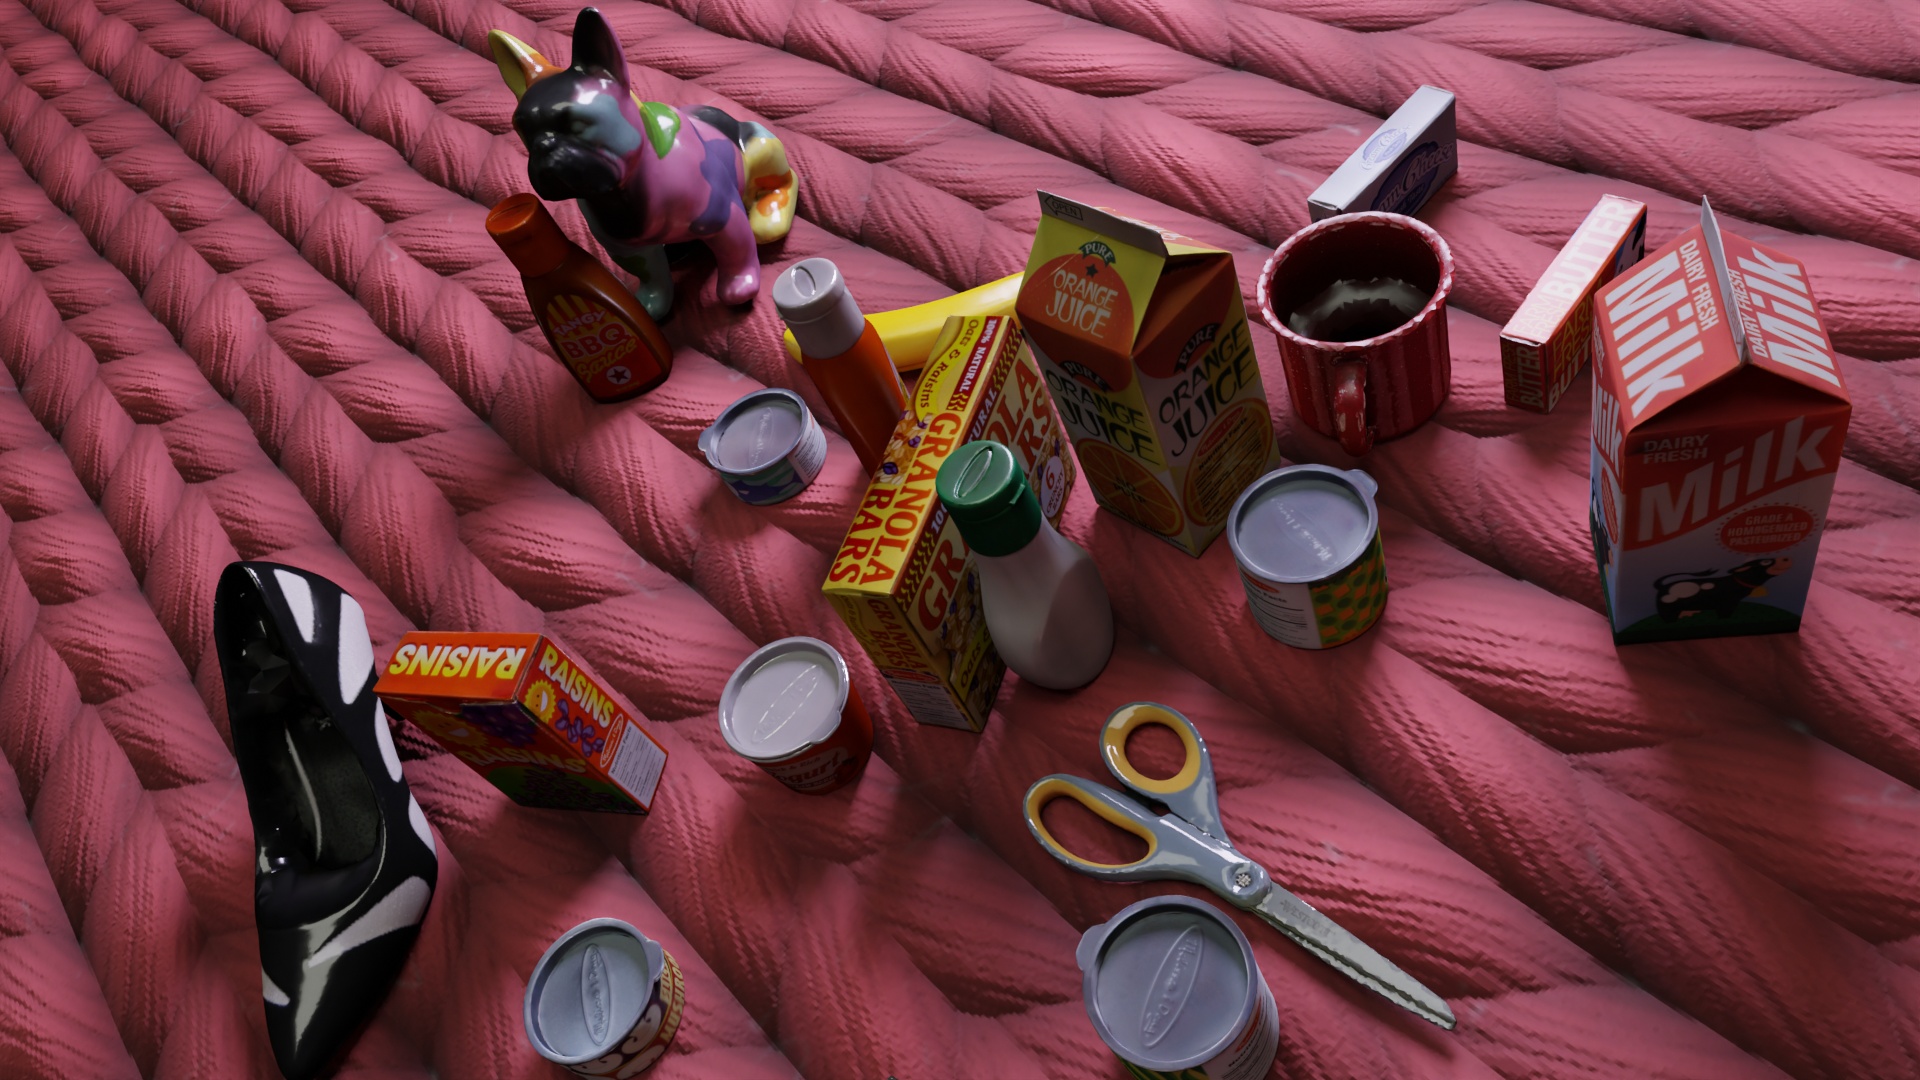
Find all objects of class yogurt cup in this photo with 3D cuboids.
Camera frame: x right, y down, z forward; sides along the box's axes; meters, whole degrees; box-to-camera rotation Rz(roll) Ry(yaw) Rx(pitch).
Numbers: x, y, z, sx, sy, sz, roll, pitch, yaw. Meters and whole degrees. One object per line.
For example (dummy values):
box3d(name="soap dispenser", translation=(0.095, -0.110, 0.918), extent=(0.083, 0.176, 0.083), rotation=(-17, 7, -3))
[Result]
box3d(name="yogurt cup", translation=(-0.077, 0.089, 0.683), extent=(0.072, 0.053, 0.073), rotation=(-12, 51, 15))

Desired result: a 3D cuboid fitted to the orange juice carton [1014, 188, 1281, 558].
box3d(name="orange juice carton", translation=(0.088, -0.084, 0.655), extent=(0.072, 0.192, 0.073), rotation=(31, 71, 38))

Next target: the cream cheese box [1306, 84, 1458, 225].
box3d(name="cream cheese box", translation=(0.238, -0.200, 0.774), extent=(0.104, 0.053, 0.024), rotation=(-45, 50, -14))

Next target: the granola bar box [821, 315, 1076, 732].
box3d(name="granola bar box", translation=(0.002, -0.009, 0.678), extent=(0.039, 0.123, 0.166), rotation=(6, 57, 27))

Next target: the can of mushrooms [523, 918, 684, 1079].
box3d(name="can of mushrooms", translation=(-0.161, 0.210, 0.637), extent=(0.071, 0.033, 0.071), rotation=(-12, 50, 15))

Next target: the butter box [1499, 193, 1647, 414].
box3d(name="butter box", translation=(0.302, -0.116, 0.682), extent=(0.024, 0.053, 0.104), rotation=(27, 68, 37))

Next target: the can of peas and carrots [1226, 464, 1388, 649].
box3d(name="can of peas and carrots", translation=(0.163, 0.007, 0.641), extent=(0.071, 0.058, 0.071), rotation=(-12, 51, 15))

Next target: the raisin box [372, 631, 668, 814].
box3d(name="raisin box", translation=(-0.215, 0.093, 0.693), extent=(0.086, 0.123, 0.040), rotation=(0, 55, 23))

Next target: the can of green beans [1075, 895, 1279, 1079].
box3d(name="can of green beans", translation=(0.087, 0.180, 0.539), extent=(0.071, 0.057, 0.071), rotation=(-12, 51, 15))

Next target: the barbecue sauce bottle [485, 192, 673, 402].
box3d(name="barbecue sauce bottle", translation=(-0.243, -0.153, 0.880), extent=(0.065, 0.148, 0.044), rotation=(-20, 49, 8))

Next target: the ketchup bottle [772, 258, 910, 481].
box3d(name="ketchup bottle", translation=(-0.055, -0.086, 0.747), extent=(0.043, 0.148, 0.065), rotation=(-29, 48, 0))

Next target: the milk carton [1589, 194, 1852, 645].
box3d(name="milk carton", translation=(0.287, -0.039, 0.536), extent=(0.073, 0.189, 0.073), rotation=(-7, 52, 19))

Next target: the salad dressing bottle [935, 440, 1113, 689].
box3d(name="salad dressing bottle", translation=(0.030, 0.013, 0.634), extent=(0.044, 0.147, 0.064), rotation=(16, 62, 32))

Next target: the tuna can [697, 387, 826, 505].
box3d(name="tuna can", translation=(-0.117, -0.055, 0.827), extent=(0.071, 0.032, 0.071), rotation=(-12, 50, 15))
